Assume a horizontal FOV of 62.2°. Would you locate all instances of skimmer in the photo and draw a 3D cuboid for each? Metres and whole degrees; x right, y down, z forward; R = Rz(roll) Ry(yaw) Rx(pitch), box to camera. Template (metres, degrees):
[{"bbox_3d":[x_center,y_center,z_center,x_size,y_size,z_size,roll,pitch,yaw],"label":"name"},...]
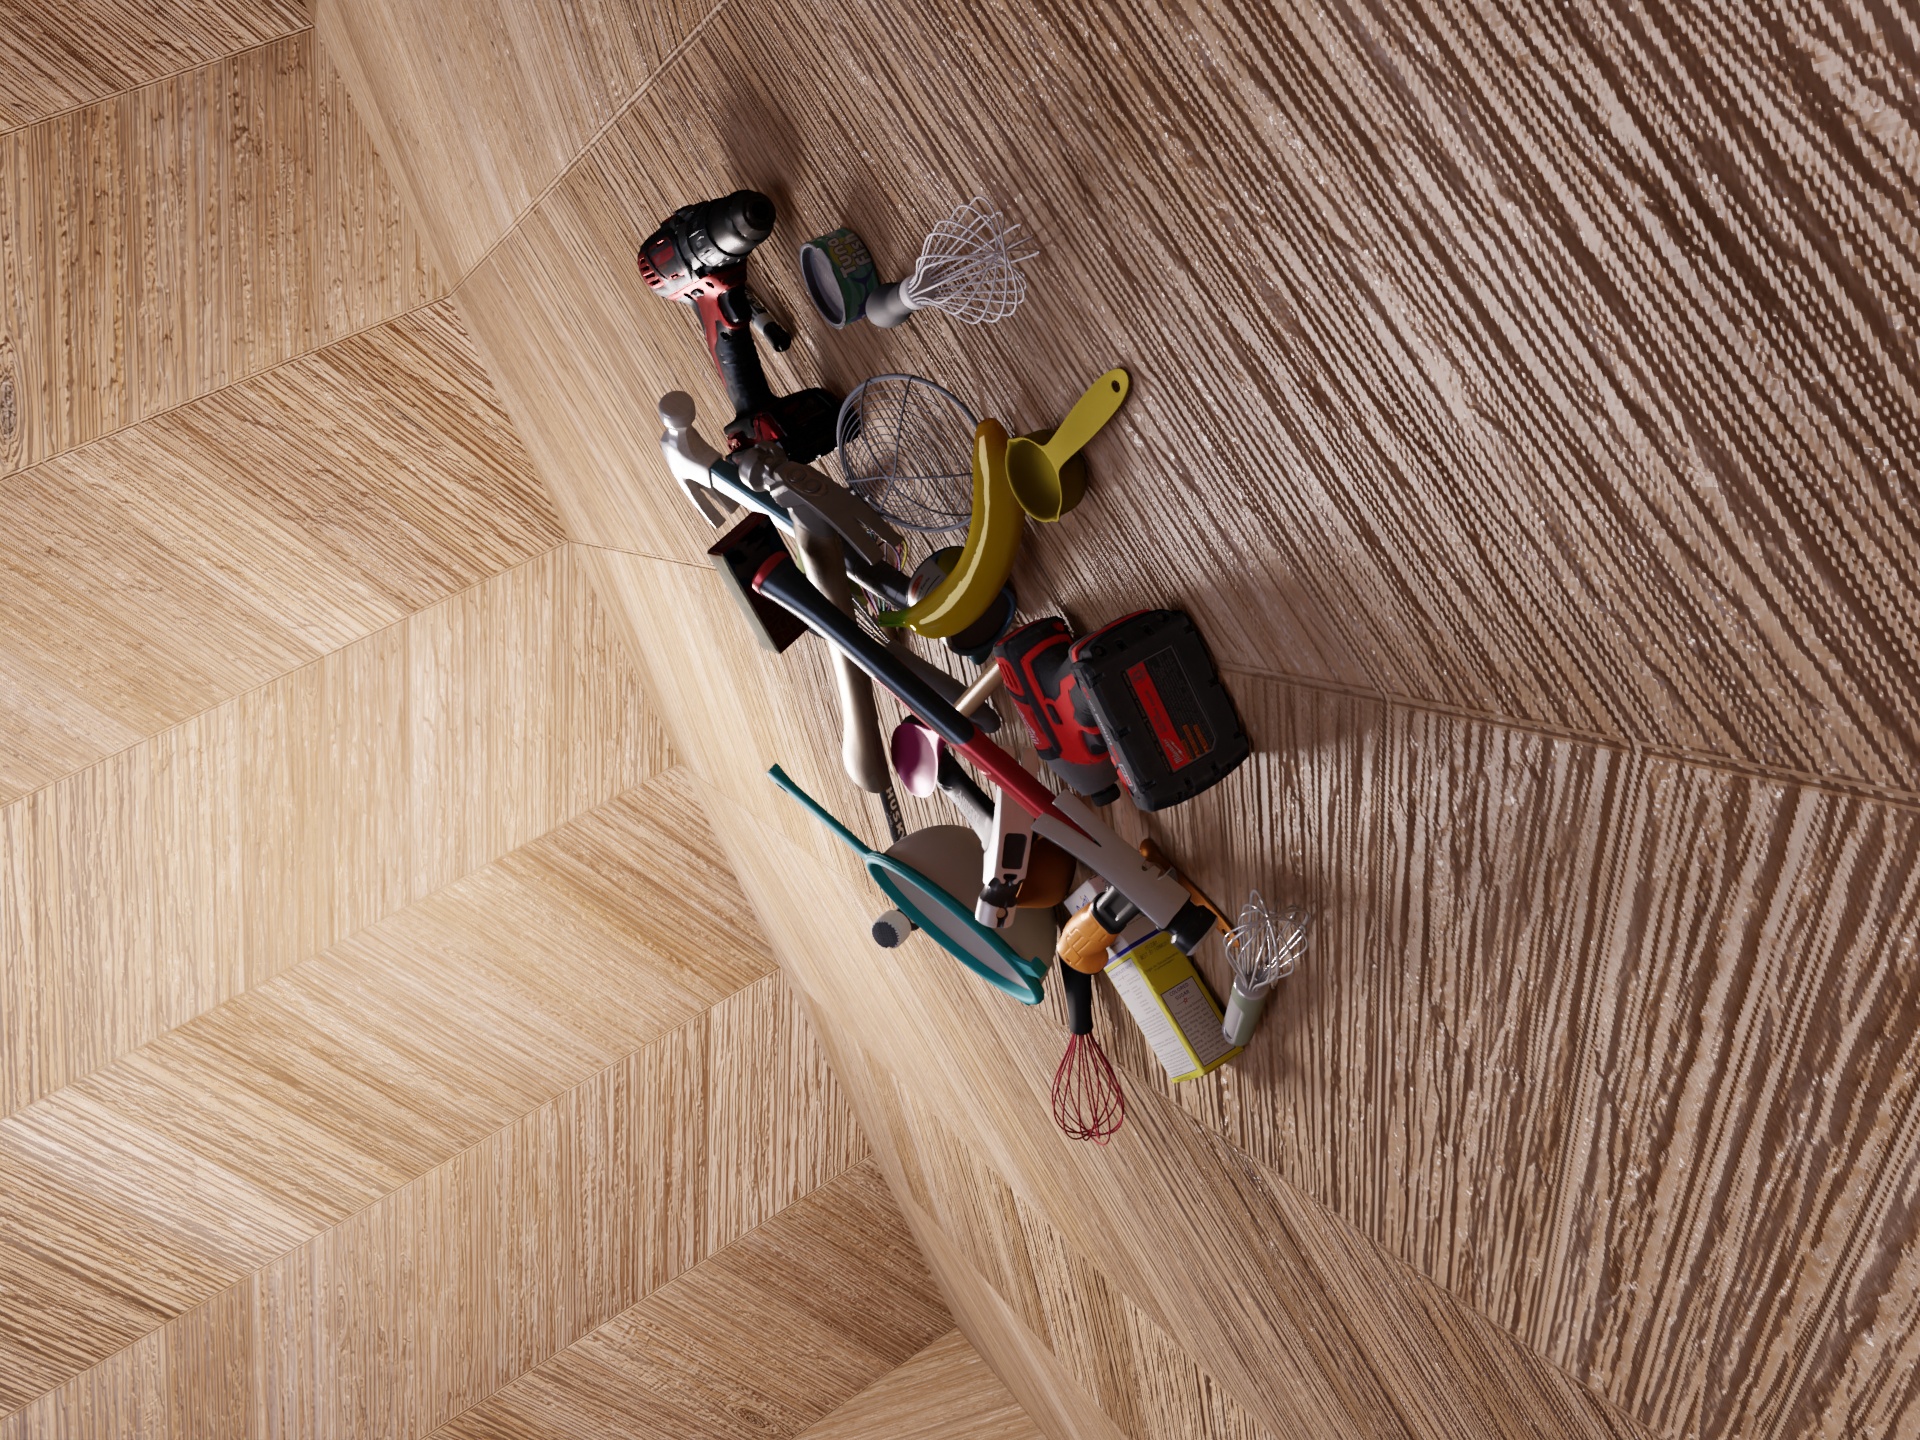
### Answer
[{"bbox_3d":[-0.058,-0.200,1.279,0.127,0.090,0.363,47,176,-10],"label":"skimmer"}]

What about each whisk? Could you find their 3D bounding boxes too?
[{"bbox_3d":[-0.018,-0.278,1.010,0.070,0.070,0.285,66,167,-14],"label":"whisk"},{"bbox_3d":[-0.063,-0.059,1.397,0.239,0.055,0.055,35,157,12],"label":"whisk"},{"bbox_3d":[-0.068,-0.105,1.448,0.051,0.047,0.244,56,167,24],"label":"whisk"},{"bbox_3d":[0.117,0.309,1.538,0.073,0.073,0.295,42,148,47],"label":"whisk"},{"bbox_3d":[0.203,0.181,1.106,0.246,0.059,0.058,83,165,-61],"label":"whisk"}]

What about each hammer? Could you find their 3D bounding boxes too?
[{"bbox_3d":[-0.089,-0.054,1.332,0.146,0.038,0.410,37,156,26],"label":"hammer"},{"bbox_3d":[-0.086,0.015,1.598,0.036,0.149,0.408,-4,110,31],"label":"hammer"},{"bbox_3d":[-0.112,-0.148,1.314,0.331,0.033,0.128,34,157,12],"label":"hammer"},{"bbox_3d":[-0.002,0.053,1.424,0.335,0.035,0.146,-134,52,-67],"label":"hammer"},{"bbox_3d":[-0.001,0.007,1.171,0.386,0.038,0.143,41,173,4],"label":"hammer"},{"bbox_3d":[0.096,0.136,1.131,0.127,0.034,0.336,40,166,8],"label":"hammer"}]

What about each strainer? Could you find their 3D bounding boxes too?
[{"bbox_3d":[-0.030,0.126,1.506,0.340,0.095,0.211,39,165,11],"label":"strainer"}]

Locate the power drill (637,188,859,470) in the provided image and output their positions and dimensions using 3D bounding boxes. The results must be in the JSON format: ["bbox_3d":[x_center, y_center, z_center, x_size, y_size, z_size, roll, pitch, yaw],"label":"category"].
[{"bbox_3d":[-0.171,-0.319,1.309,0.188,0.080,0.226,0,119,57],"label":"power drill"}]

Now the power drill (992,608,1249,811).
[{"bbox_3d":[0.099,-0.003,1.071,0.143,0.078,0.220,64,165,-8],"label":"power drill"}]

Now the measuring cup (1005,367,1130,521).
[{"bbox_3d":[0.074,-0.174,0.971,0.062,0.029,0.156,59,151,7],"label":"measuring cup"}]

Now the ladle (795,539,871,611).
[{"bbox_3d":[-0.158,-0.245,1.453,0.078,0.062,0.320,-64,-44,-68],"label":"ladle"}]

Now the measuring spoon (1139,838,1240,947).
[{"bbox_3d":[0.168,0.129,1.179,0.117,0.011,0.021,48,159,37],"label":"measuring spoon"}]

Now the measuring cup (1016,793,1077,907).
[{"bbox_3d":[0.079,0.098,1.310,0.173,0.052,0.095,131,141,-57],"label":"measuring cup"}]

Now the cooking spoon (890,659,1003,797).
[{"bbox_3d":[-0.002,-0.004,1.344,0.069,0.017,0.318,61,153,10],"label":"cooking spoon"}]
